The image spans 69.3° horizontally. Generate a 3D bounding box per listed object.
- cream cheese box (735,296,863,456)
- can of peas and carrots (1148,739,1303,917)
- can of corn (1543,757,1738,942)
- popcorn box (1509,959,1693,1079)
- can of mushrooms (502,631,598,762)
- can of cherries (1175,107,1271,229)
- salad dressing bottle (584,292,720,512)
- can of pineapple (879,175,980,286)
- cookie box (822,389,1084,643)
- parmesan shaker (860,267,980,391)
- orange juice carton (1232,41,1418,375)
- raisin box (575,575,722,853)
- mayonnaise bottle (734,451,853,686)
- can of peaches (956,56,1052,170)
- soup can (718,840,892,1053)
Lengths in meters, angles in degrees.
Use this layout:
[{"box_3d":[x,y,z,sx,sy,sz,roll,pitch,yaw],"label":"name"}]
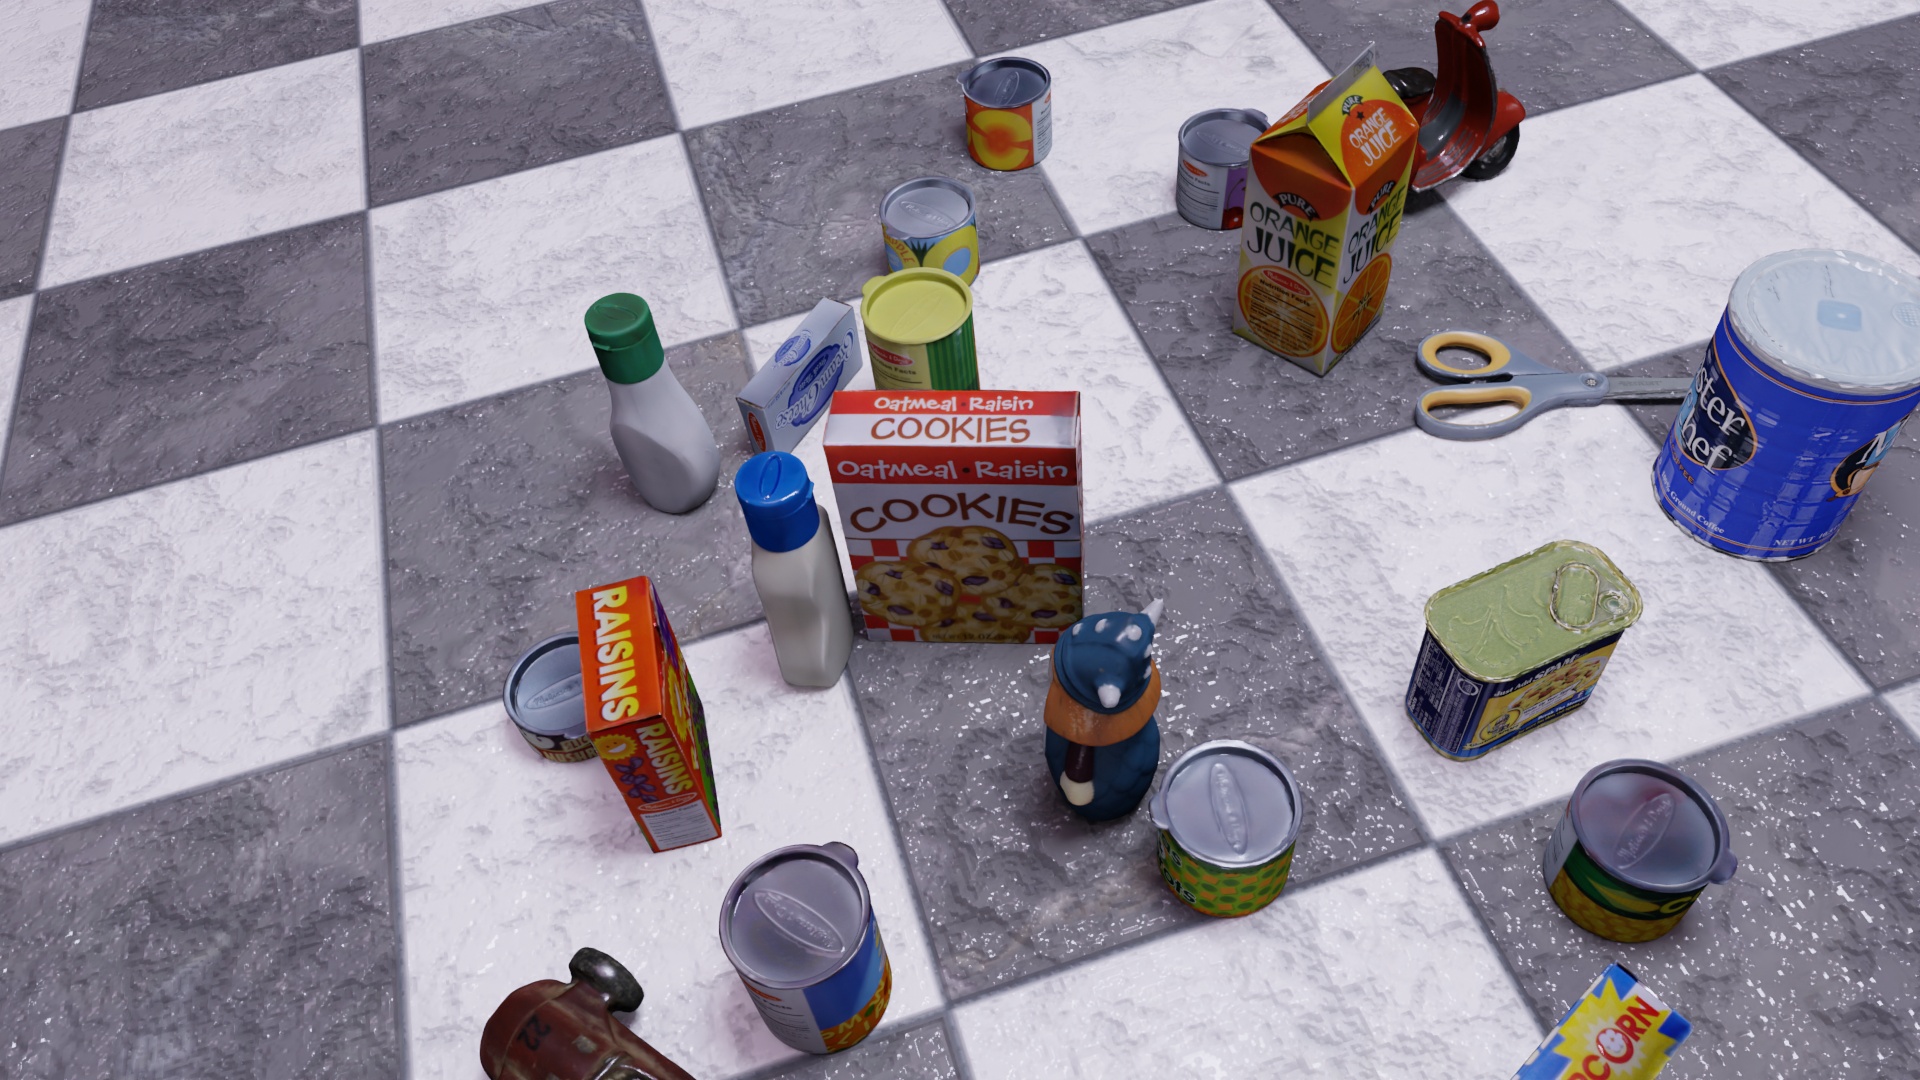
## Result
[{"box_3d":[-0.101,-0.102,0.888,0.024,0.053,0.104,21,56,21],"label":"cream cheese box"},{"box_3d":[0.125,0.139,0.664,0.071,0.058,0.071,-3,51,4],"label":"can of peas and carrots"},{"box_3d":[0.311,0.145,0.640,0.071,0.058,0.071,-3,51,4],"label":"can of corn"},{"box_3d":[0.230,0.238,0.556,0.127,0.084,0.038,-37,57,-22],"label":"popcorn box"},{"box_3d":[-0.211,0.087,0.758,0.071,0.033,0.071,-3,51,4],"label":"can of mushrooms"},{"box_3d":[0.189,-0.264,0.984,0.071,0.058,0.072,-3,51,4],"label":"can of cherries"},{"box_3d":[-0.182,-0.079,0.816,0.064,0.147,0.044,19,56,20],"label":"salad dressing bottle"},{"box_3d":[-0.022,-0.209,0.962,0.071,0.057,0.071,-3,51,4],"label":"can of pineapple"},{"box_3d":[0.003,-0.009,0.728,0.123,0.166,0.040,1,51,7],"label":"cookie box"},{"box_3d":[-0.023,-0.108,0.852,0.071,0.102,0.072,-3,51,4],"label":"parmesan shaker"},{"box_3d":[0.220,-0.201,0.844,0.073,0.191,0.072,33,62,28],"label":"orange juice carton"},{"box_3d":[-0.154,0.089,0.693,0.040,0.122,0.086,-13,51,-4],"label":"raisin box"},{"box_3d":[-0.086,0.014,0.731,0.041,0.147,0.065,1,52,7],"label":"mayonnaise bottle"},{"box_3d":[0.034,-0.322,1.048,0.071,0.057,0.071,-3,51,4],"label":"can of peaches"},{"box_3d":[-0.066,0.185,0.632,0.071,0.083,0.072,-3,51,4],"label":"soup can"}]
